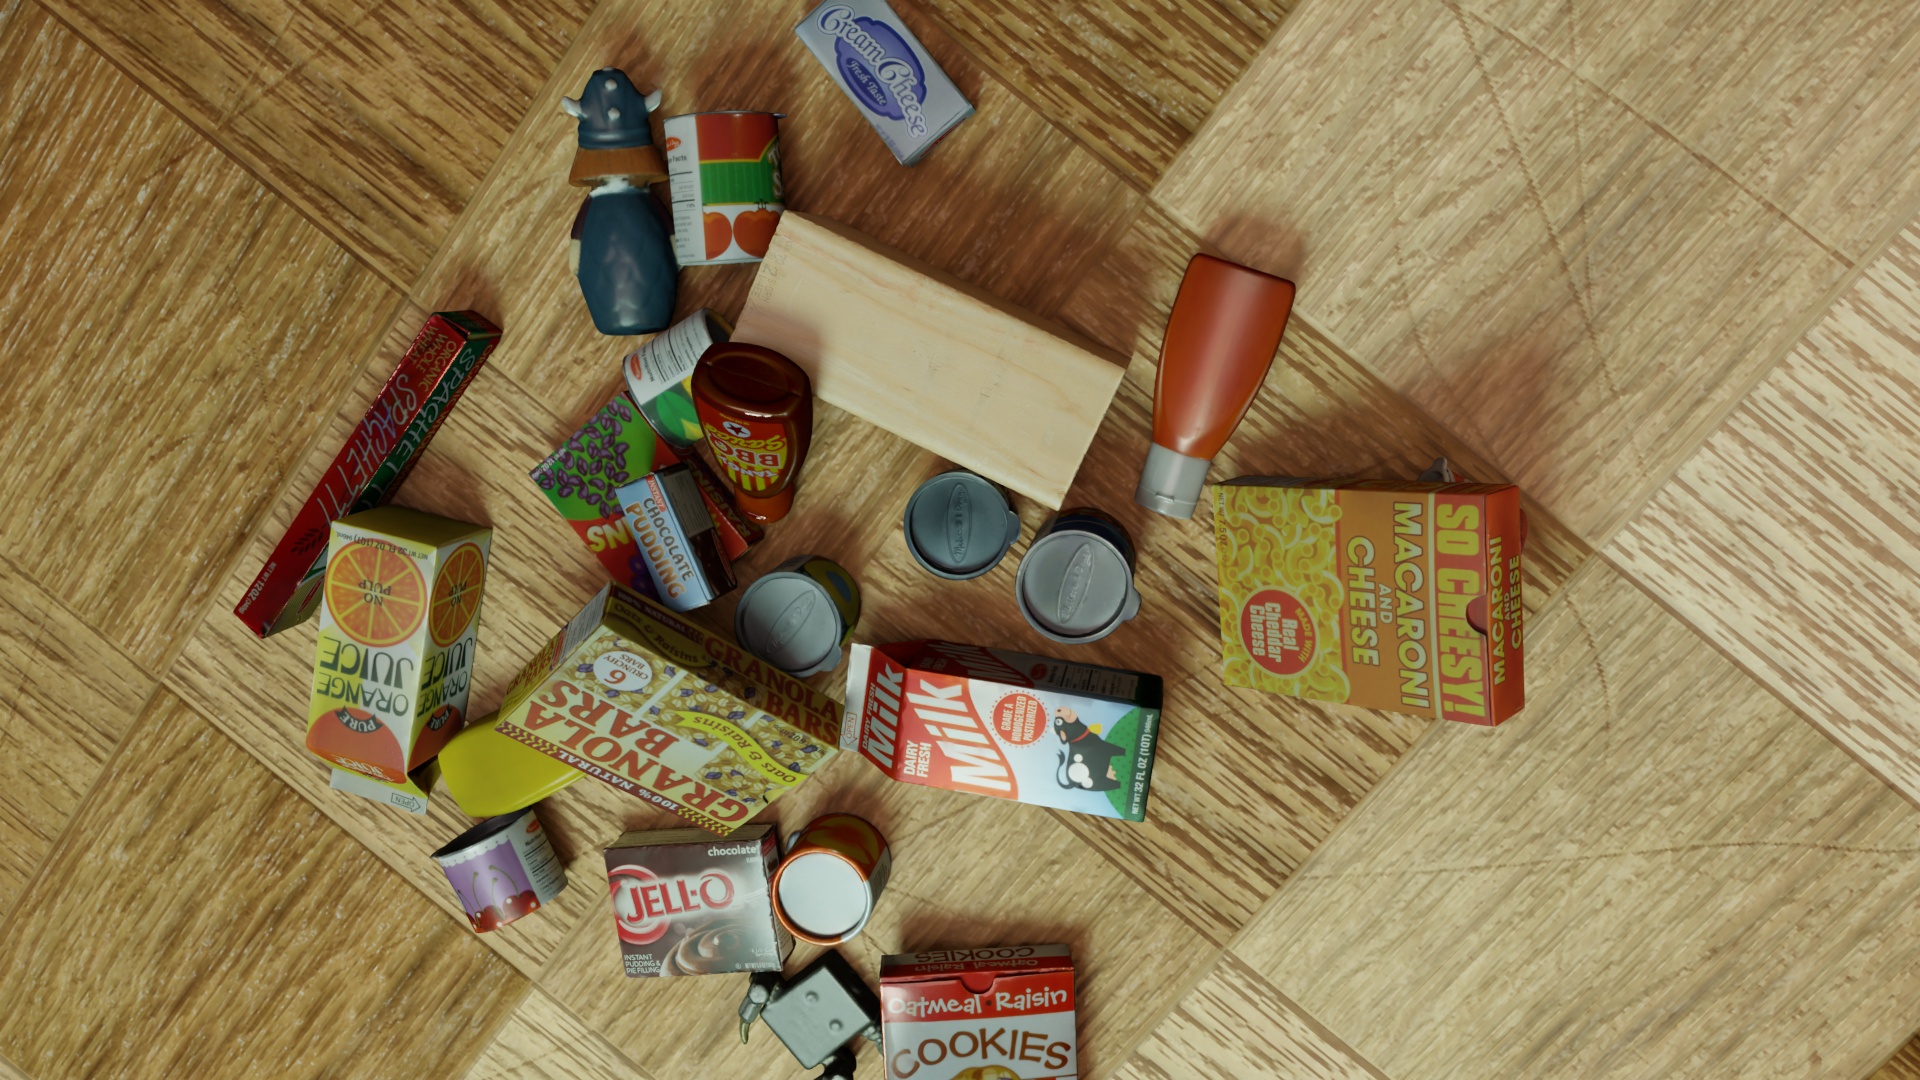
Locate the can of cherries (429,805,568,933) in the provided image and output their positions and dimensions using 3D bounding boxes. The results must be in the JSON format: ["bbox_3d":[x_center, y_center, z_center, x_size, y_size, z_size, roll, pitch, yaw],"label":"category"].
[{"bbox_3d":[-0.302,0.216,0.911,0.071,0.071,0.058,-23,97,12],"label":"can of cherries"}]

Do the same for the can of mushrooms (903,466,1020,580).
[{"bbox_3d":[0.003,-0.011,0.843,0.071,0.033,0.071,1,99,9],"label":"can of mushrooms"}]

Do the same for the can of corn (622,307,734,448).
[{"bbox_3d":[-0.158,-0.097,0.838,0.058,0.071,0.071,-30,94,11],"label":"can of corn"}]

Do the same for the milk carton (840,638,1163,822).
[{"bbox_3d":[0.022,0.110,0.840,0.191,0.073,0.072,9,101,7],"label":"milk carton"}]

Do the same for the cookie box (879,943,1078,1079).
[{"bbox_3d":[0.013,0.346,0.887,0.123,0.040,0.167,-3,99,-3],"label":"cookie box"}]

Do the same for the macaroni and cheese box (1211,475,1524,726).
[{"bbox_3d":[0.221,0.029,0.767,0.166,0.040,0.123,4,104,46],"label":"macaroni and cheese box"}]

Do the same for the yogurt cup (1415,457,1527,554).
[{"bbox_3d":[0.283,-0.003,0.788,0.054,0.072,0.072,20,102,-3],"label":"yogurt cup"}]

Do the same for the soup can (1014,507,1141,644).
[{"bbox_3d":[0.072,0.020,0.812,0.071,0.084,0.071,2,100,8],"label":"soup can"}]

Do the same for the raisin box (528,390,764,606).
[{"bbox_3d":[-0.195,-0.021,0.869,0.086,0.040,0.123,-39,91,12],"label":"raisin box"}]

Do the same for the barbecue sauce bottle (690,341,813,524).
[{"bbox_3d":[-0.116,-0.056,0.799,0.065,0.148,0.044,19,66,4],"label":"barbecue sauce bottle"}]

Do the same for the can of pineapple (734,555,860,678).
[{"bbox_3d":[-0.098,0.047,0.856,0.071,0.058,0.071,2,100,9],"label":"can of pineapple"}]

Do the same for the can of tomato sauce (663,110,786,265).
[{"bbox_3d":[-0.135,-0.206,0.815,0.071,0.071,0.083,-2,100,9],"label":"can of tomato sauce"}]

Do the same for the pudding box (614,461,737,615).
[{"bbox_3d":[-0.167,-0.001,0.821,0.030,0.050,0.083,-21,95,13],"label":"pudding box"}]

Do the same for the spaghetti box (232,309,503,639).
[{"bbox_3d":[-0.378,-0.043,0.887,0.028,0.050,0.249,39,103,-1],"label":"spaghetti box"}]

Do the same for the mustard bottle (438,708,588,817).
[{"bbox_3d":[-0.255,0.127,0.898,0.160,0.049,0.065,-21,96,10],"label":"mustard bottle"}]

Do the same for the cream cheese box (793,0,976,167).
[{"bbox_3d":[-0.044,-0.274,0.810,0.053,0.024,0.104,-39,92,12],"label":"cream cheese box"}]

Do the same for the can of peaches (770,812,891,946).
[{"bbox_3d":[-0.084,0.214,0.882,0.071,0.058,0.071,1,100,8],"label":"can of peaches"}]

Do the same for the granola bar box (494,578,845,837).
[{"bbox_3d":[-0.172,0.106,0.828,0.165,0.039,0.123,33,126,-26],"label":"granola bar box"}]

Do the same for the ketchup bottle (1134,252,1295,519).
[{"bbox_3d":[0.140,-0.087,0.804,0.065,0.043,0.148,20,102,10],"label":"ketchup bottle"}]

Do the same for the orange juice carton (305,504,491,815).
[{"bbox_3d":[-0.364,0.080,0.894,0.072,0.073,0.192,14,102,6],"label":"orange juice carton"}]
